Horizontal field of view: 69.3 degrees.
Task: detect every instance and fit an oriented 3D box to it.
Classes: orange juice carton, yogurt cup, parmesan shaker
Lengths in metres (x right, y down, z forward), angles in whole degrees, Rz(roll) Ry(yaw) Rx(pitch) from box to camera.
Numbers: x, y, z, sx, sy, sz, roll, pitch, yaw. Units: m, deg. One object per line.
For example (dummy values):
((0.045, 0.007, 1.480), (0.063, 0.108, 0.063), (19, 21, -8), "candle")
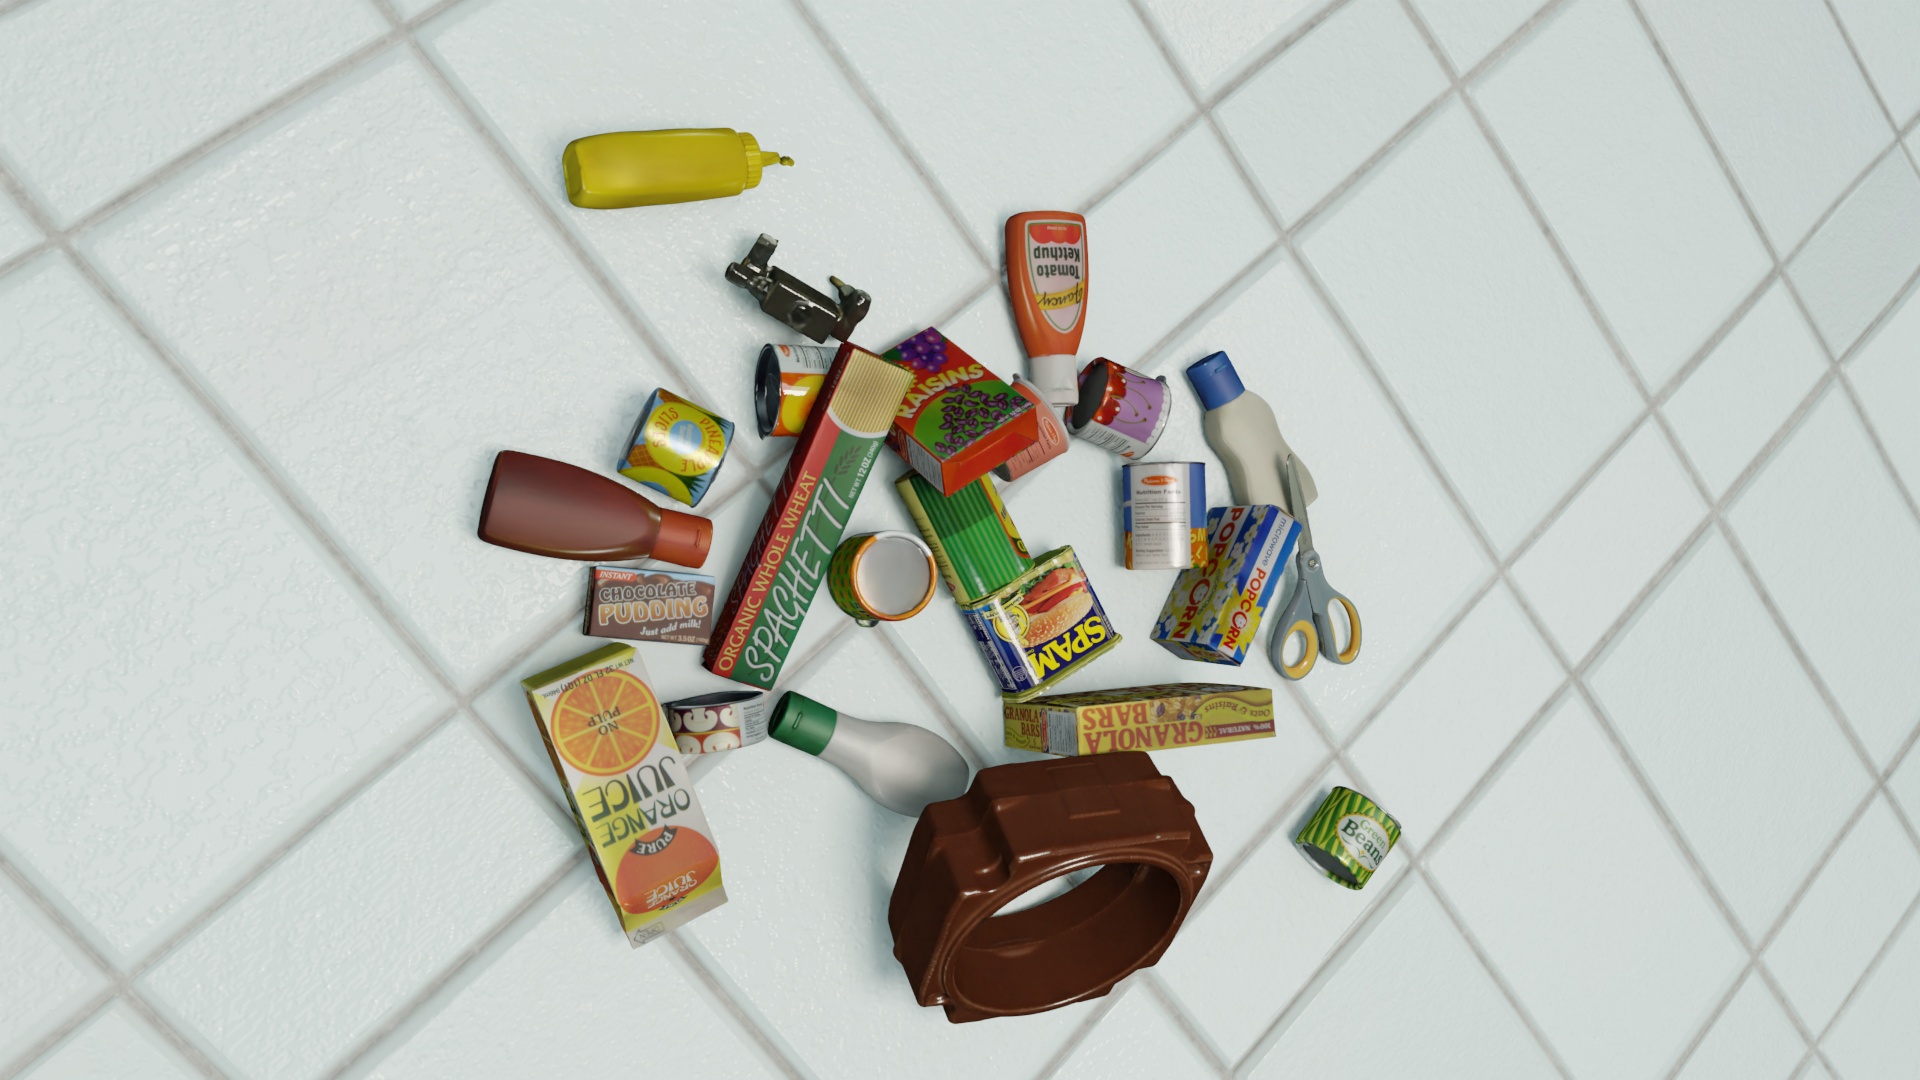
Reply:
((-0.220, 0.170, 0.922), (0.072, 0.073, 0.192), (-23, 97, -22), "orange juice carton")
((0.042, -0.081, 1.053), (0.054, 0.072, 0.072), (-37, 102, -12), "yogurt cup")
((0.004, -0.013, 1.027), (0.071, 0.071, 0.103), (-30, 99, -21), "parmesan shaker")

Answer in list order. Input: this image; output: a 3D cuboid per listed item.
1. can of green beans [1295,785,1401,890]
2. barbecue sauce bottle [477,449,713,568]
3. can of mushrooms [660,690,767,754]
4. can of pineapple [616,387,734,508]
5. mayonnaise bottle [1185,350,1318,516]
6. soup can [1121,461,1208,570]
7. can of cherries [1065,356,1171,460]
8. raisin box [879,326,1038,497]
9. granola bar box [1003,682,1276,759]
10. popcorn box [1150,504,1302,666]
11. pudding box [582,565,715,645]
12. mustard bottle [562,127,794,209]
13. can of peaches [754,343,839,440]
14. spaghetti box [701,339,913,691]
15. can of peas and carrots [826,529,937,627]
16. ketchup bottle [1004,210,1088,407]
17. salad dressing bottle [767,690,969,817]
((0.321, 0.247, 1.153), (0.071, 0.071, 0.058), (47, 72, -15), "can of green beans")
((-0.243, -0.014, 0.937), (0.148, 0.043, 0.065), (14, 77, -23), "barbecue sauce bottle")
((-0.169, 0.124, 0.951), (0.071, 0.071, 0.033), (-7, 92, -23), "can of mushrooms")
((-0.194, -0.064, 0.946), (0.058, 0.071, 0.071), (26, 78, -20), "can of pineapple")
((0.236, -0.085, 1.148), (0.065, 0.041, 0.148), (-32, 99, -15), "mayonnaise bottle")
((0.163, -0.019, 1.101), (0.071, 0.071, 0.083), (-1, 89, -23), "soup can")
((0.123, -0.106, 1.087), (0.058, 0.071, 0.071), (20, 80, -20), "can of cherries")
((-0.015, -0.095, 1.000), (0.086, 0.124, 0.039), (-33, 143, -21), "raisin box")
((0.133, 0.133, 1.046), (0.166, 0.124, 0.039), (-2, 87, -23), "granola bar box")
((0.212, 0.034, 1.106), (0.038, 0.085, 0.127), (32, 77, -21), "popcorn box")
((-0.213, 0.045, 0.954), (0.084, 0.030, 0.049), (7, 84, -23), "pudding box")
((-0.191, -0.260, 0.963), (0.161, 0.065, 0.048), (-14, 99, -29), "mustard bottle")
((-0.111, -0.104, 0.988), (0.058, 0.071, 0.071), (-1, 88, -24), "can of peaches")
((-0.107, -0.014, 0.962), (0.050, 0.029, 0.249), (21, 97, -28), "spaghetti box")
((-0.057, 0.028, 1.006), (0.071, 0.058, 0.071), (1, 87, -23), "can of peas and carrots")
((0.069, -0.179, 1.079), (0.065, 0.043, 0.148), (-3, 89, -23), "ketchup bottle")
((-0.066, 0.153, 1.005), (0.147, 0.044, 0.064), (27, 79, -19), "salad dressing bottle")
